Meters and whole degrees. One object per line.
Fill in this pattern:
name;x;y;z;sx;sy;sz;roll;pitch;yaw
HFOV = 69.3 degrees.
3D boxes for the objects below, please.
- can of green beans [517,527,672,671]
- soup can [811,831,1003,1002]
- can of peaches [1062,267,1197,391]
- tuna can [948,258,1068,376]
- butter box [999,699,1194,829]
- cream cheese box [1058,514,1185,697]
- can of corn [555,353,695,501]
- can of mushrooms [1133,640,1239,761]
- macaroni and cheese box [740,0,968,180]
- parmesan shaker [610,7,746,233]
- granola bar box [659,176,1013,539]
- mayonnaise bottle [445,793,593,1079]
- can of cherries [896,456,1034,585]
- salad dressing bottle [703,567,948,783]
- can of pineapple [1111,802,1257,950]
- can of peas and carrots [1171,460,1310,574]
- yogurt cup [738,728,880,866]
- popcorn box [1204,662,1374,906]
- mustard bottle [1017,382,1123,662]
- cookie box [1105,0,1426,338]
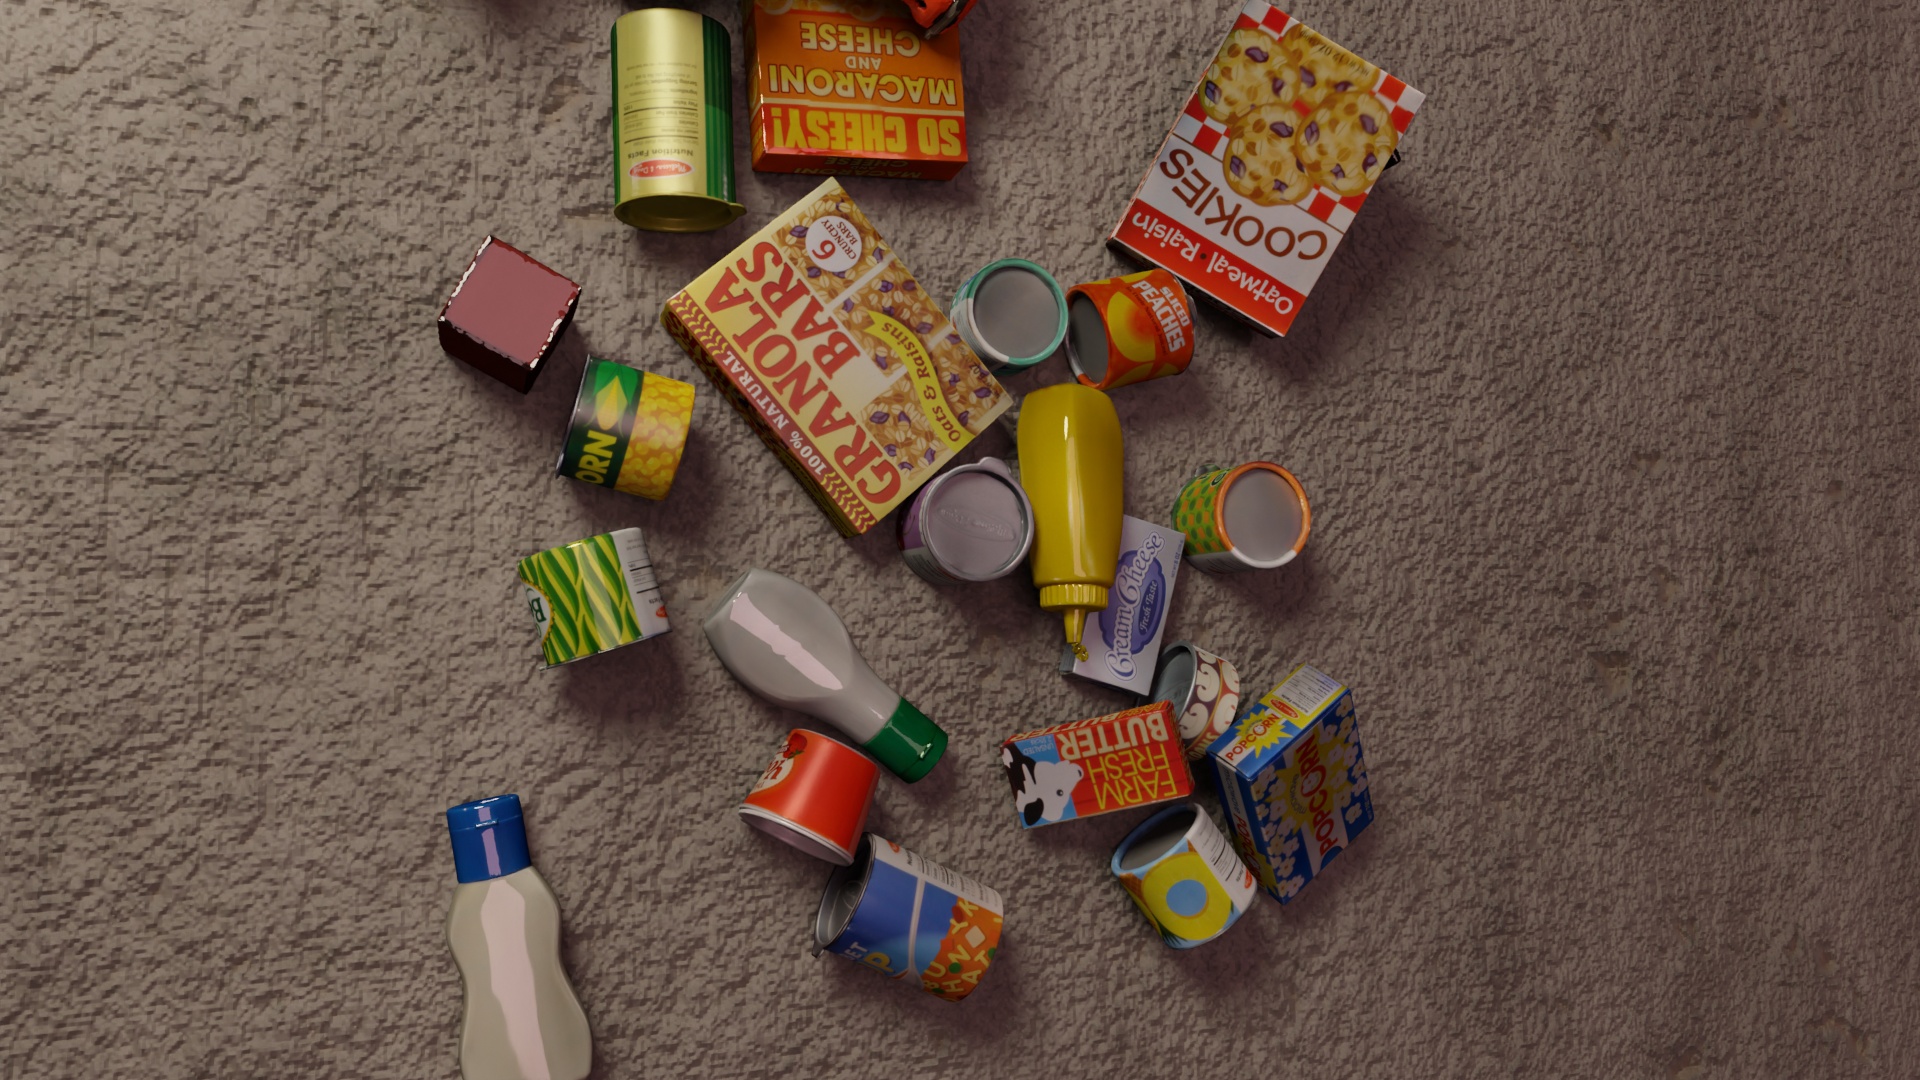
can of green beans;-0.190;0.030;0.723;0.071;0.071;0.058;-17;90;-19
soup can;-0.029;0.209;0.761;0.084;0.071;0.071;28;77;-15
can of peaches;0.101;-0.127;0.835;0.058;0.071;0.071;-14;90;-18
tuna can;0.031;-0.135;0.832;0.071;0.033;0.071;2;85;-18
butter box;0.079;0.129;0.797;0.103;0.024;0.053;-16;91;20
cream cheese box;0.098;0.039;0.843;0.053;0.024;0.104;17;79;-15
can of corn;-0.177;-0.057;0.734;0.058;0.071;0.071;15;80;-18
can of mushrooms;0.134;0.098;0.826;0.033;0.071;0.071;25;78;-17
macaroni and cheese box;-0.063;-0.298;0.812;0.124;0.040;0.166;-3;85;-20
parmesan shaker;-0.154;-0.228;0.759;0.071;0.071;0.103;-1;85;-19
granola bar box;-0.069;-0.102;0.791;0.124;0.039;0.165;-42;99;-18
mayonnaise bottle;-0.230;0.206;0.706;0.065;0.041;0.148;-10;87;-21
can of cherries;0.003;-0.010;0.797;0.071;0.058;0.071;2;84;-18
salad dressing bottle;-0.073;0.078;0.771;0.147;0.044;0.064;41;72;-12
can of pineapple;0.129;0.197;0.817;0.071;0.071;0.058;-38;97;-18
can of peas and carrots;0.172;-0.016;0.855;0.071;0.058;0.071;2;85;-19
yogurt cup;-0.078;0.138;0.753;0.072;0.072;0.054;31;68;-14
popcorn box;0.198;0.146;0.827;0.085;0.038;0.126;-38;131;-19
mustard bottle;0.065;-0.009;0.810;0.065;0.048;0.160;14;72;-49
cookie box;0.185;-0.226;0.854;0.123;0.040;0.167;29;96;-3
